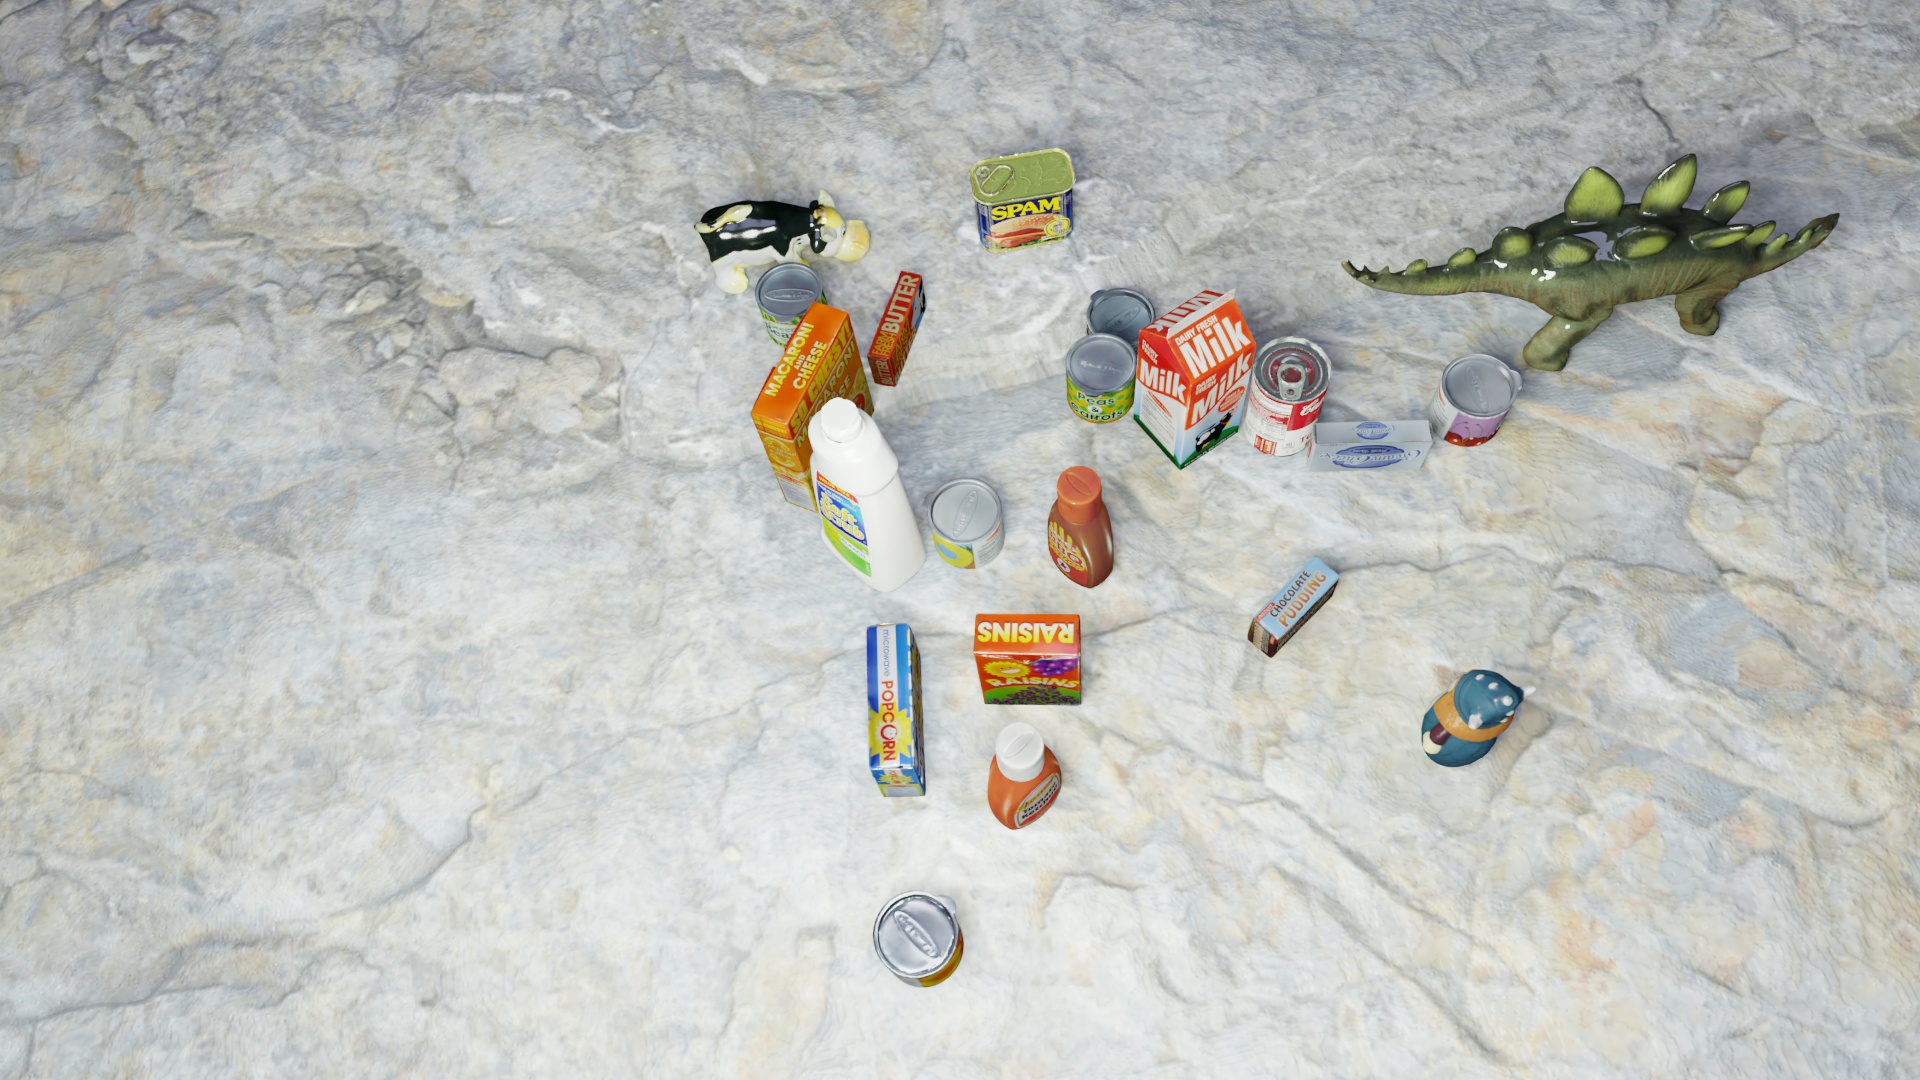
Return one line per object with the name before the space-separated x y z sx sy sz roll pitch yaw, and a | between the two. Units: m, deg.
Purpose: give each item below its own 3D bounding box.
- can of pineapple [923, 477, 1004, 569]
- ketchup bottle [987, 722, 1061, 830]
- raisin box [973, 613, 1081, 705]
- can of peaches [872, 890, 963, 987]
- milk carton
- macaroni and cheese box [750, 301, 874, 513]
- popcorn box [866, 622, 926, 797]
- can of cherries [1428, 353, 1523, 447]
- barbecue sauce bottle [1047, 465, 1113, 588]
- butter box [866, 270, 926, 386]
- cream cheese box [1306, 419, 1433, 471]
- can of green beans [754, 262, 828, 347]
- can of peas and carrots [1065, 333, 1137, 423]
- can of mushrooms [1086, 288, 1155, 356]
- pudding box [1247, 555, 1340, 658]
can of pineapple | 0.004 -0.016 1.247 0.071 0.057 0.071 -2 64 4
ketchup bottle | 0.049 0.183 1.095 0.065 0.148 0.043 -41 68 -14
raisin box | 0.057 0.100 1.149 0.086 0.123 0.040 1 64 6
can of peaches | -0.030 0.312 1.089 0.071 0.057 0.071 -2 64 4
milk carton | 0.205 -0.149 1.222 0.072 0.189 0.073 -33 66 -11
macaroni and cheese box | -0.131 -0.116 1.248 0.040 0.165 0.124 19 67 14
popcorn box | -0.053 0.142 1.159 0.038 0.085 0.127 -5 64 3
can of cherries | 0.467 -0.126 1.261 0.071 0.058 0.072 -2 64 4
barbecue sauce bottle | 0.102 -0.014 1.188 0.044 0.148 0.065 -40 67 -13
butter box | -0.061 -0.205 1.349 0.024 0.053 0.104 14 66 12
cream cheese box | 0.367 -0.085 1.252 0.104 0.053 0.024 -1 64 4
can of green beans | -0.164 -0.230 1.368 0.071 0.057 0.071 -2 64 4
can of peas and carrots | 0.131 -0.149 1.302 0.071 0.058 0.071 -2 64 4
can of mushrooms | 0.153 -0.210 1.344 0.071 0.033 0.071 -2 64 4
pudding box | 0.285 0.057 1.192 0.084 0.049 0.030 -42 68 -15
